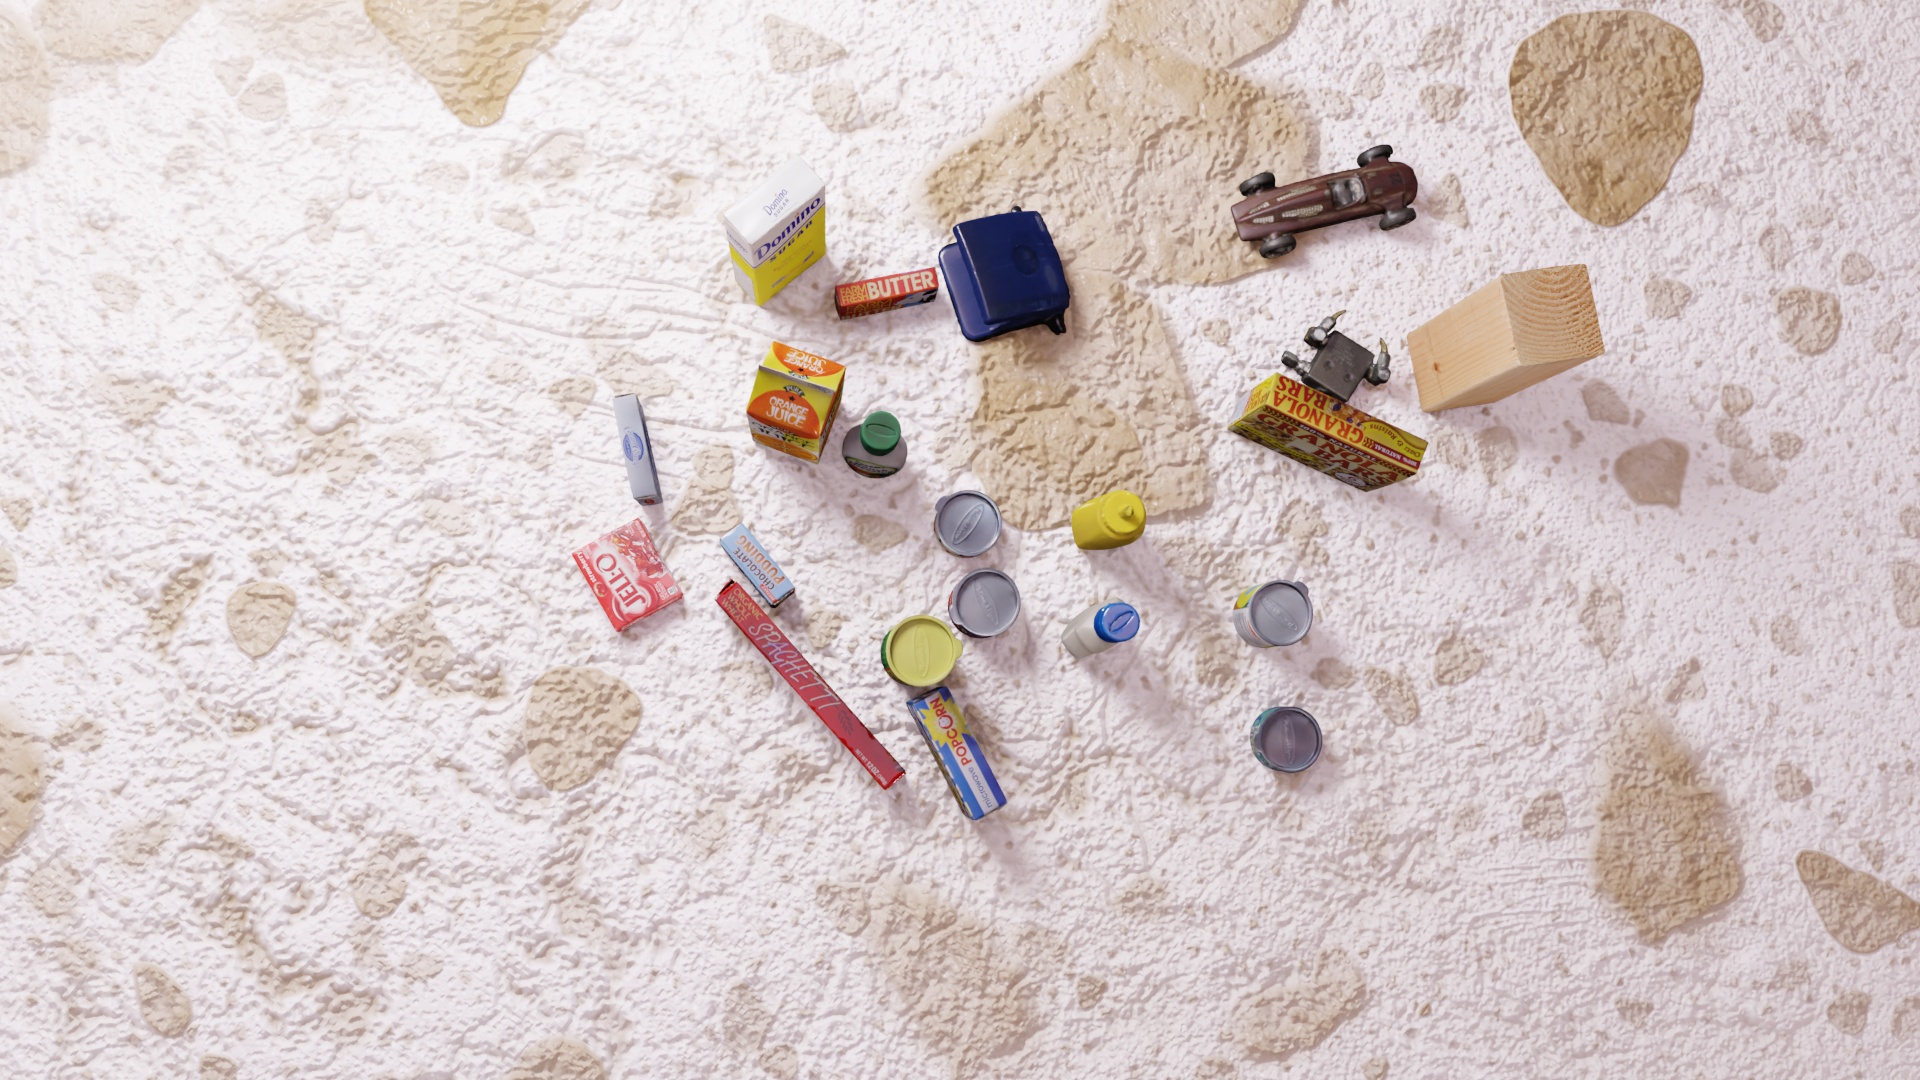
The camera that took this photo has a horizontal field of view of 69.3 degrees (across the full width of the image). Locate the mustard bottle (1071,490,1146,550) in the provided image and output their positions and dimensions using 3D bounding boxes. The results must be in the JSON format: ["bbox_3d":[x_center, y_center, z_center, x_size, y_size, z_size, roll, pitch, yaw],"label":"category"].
[{"bbox_3d":[0.149,-0.021,1.338,0.065,0.160,0.049,-6,84,-7],"label":"mustard bottle"}]

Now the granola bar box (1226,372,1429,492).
[{"bbox_3d":[0.364,-0.105,1.392,0.165,0.124,0.039,24,81,-3],"label":"granola bar box"}]

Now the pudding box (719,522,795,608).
[{"bbox_3d":[-0.197,0.025,1.348,0.030,0.049,0.083,-39,89,-9],"label":"pudding box"}]

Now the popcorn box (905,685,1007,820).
[{"bbox_3d":[-0.005,0.203,1.329,0.038,0.085,0.126,-27,87,-9],"label":"popcorn box"}]

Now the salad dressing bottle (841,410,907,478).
[{"bbox_3d":[-0.080,-0.092,1.327,0.064,0.147,0.044,15,82,-5],"label":"salad dressing bottle"}]

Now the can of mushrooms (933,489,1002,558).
[{"bbox_3d":[0.005,-0.017,1.385,0.071,0.033,0.071,1,83,-6],"label":"can of mushrooms"}]

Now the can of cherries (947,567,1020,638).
[{"bbox_3d":[0.020,0.063,1.364,0.071,0.058,0.071,1,83,-6],"label":"can of cherries"}]

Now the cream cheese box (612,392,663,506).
[{"bbox_3d":[-0.313,-0.087,1.347,0.024,0.053,0.104,-13,84,-8],"label":"cream cheese box"}]

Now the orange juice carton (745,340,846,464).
[{"bbox_3d":[-0.153,-0.131,1.301,0.072,0.192,0.073,20,82,-4],"label":"orange juice carton"}]

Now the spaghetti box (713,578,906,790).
[{"bbox_3d":[-0.146,0.139,1.339,0.029,0.050,0.250,-42,89,-9],"label":"spaghetti box"}]

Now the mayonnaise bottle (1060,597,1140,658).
[{"bbox_3d":[0.137,0.083,1.329,0.065,0.148,0.041,-39,89,-9],"label":"mayonnaise bottle"}]

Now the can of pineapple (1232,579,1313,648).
[{"bbox_3d":[0.315,0.074,1.397,0.071,0.058,0.071,1,83,-6],"label":"can of pineapple"}]

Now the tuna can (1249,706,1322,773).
[{"bbox_3d":[0.324,0.200,1.395,0.071,0.033,0.071,1,83,-6],"label":"tuna can"}]

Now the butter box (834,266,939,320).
[{"bbox_3d":[-0.075,-0.248,1.395,0.104,0.053,0.024,-13,85,-8],"label":"butter box"}]

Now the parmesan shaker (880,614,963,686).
[{"bbox_3d":[-0.039,0.107,1.329,0.071,0.103,0.071,1,83,-6],"label":"parmesan shaker"}]
